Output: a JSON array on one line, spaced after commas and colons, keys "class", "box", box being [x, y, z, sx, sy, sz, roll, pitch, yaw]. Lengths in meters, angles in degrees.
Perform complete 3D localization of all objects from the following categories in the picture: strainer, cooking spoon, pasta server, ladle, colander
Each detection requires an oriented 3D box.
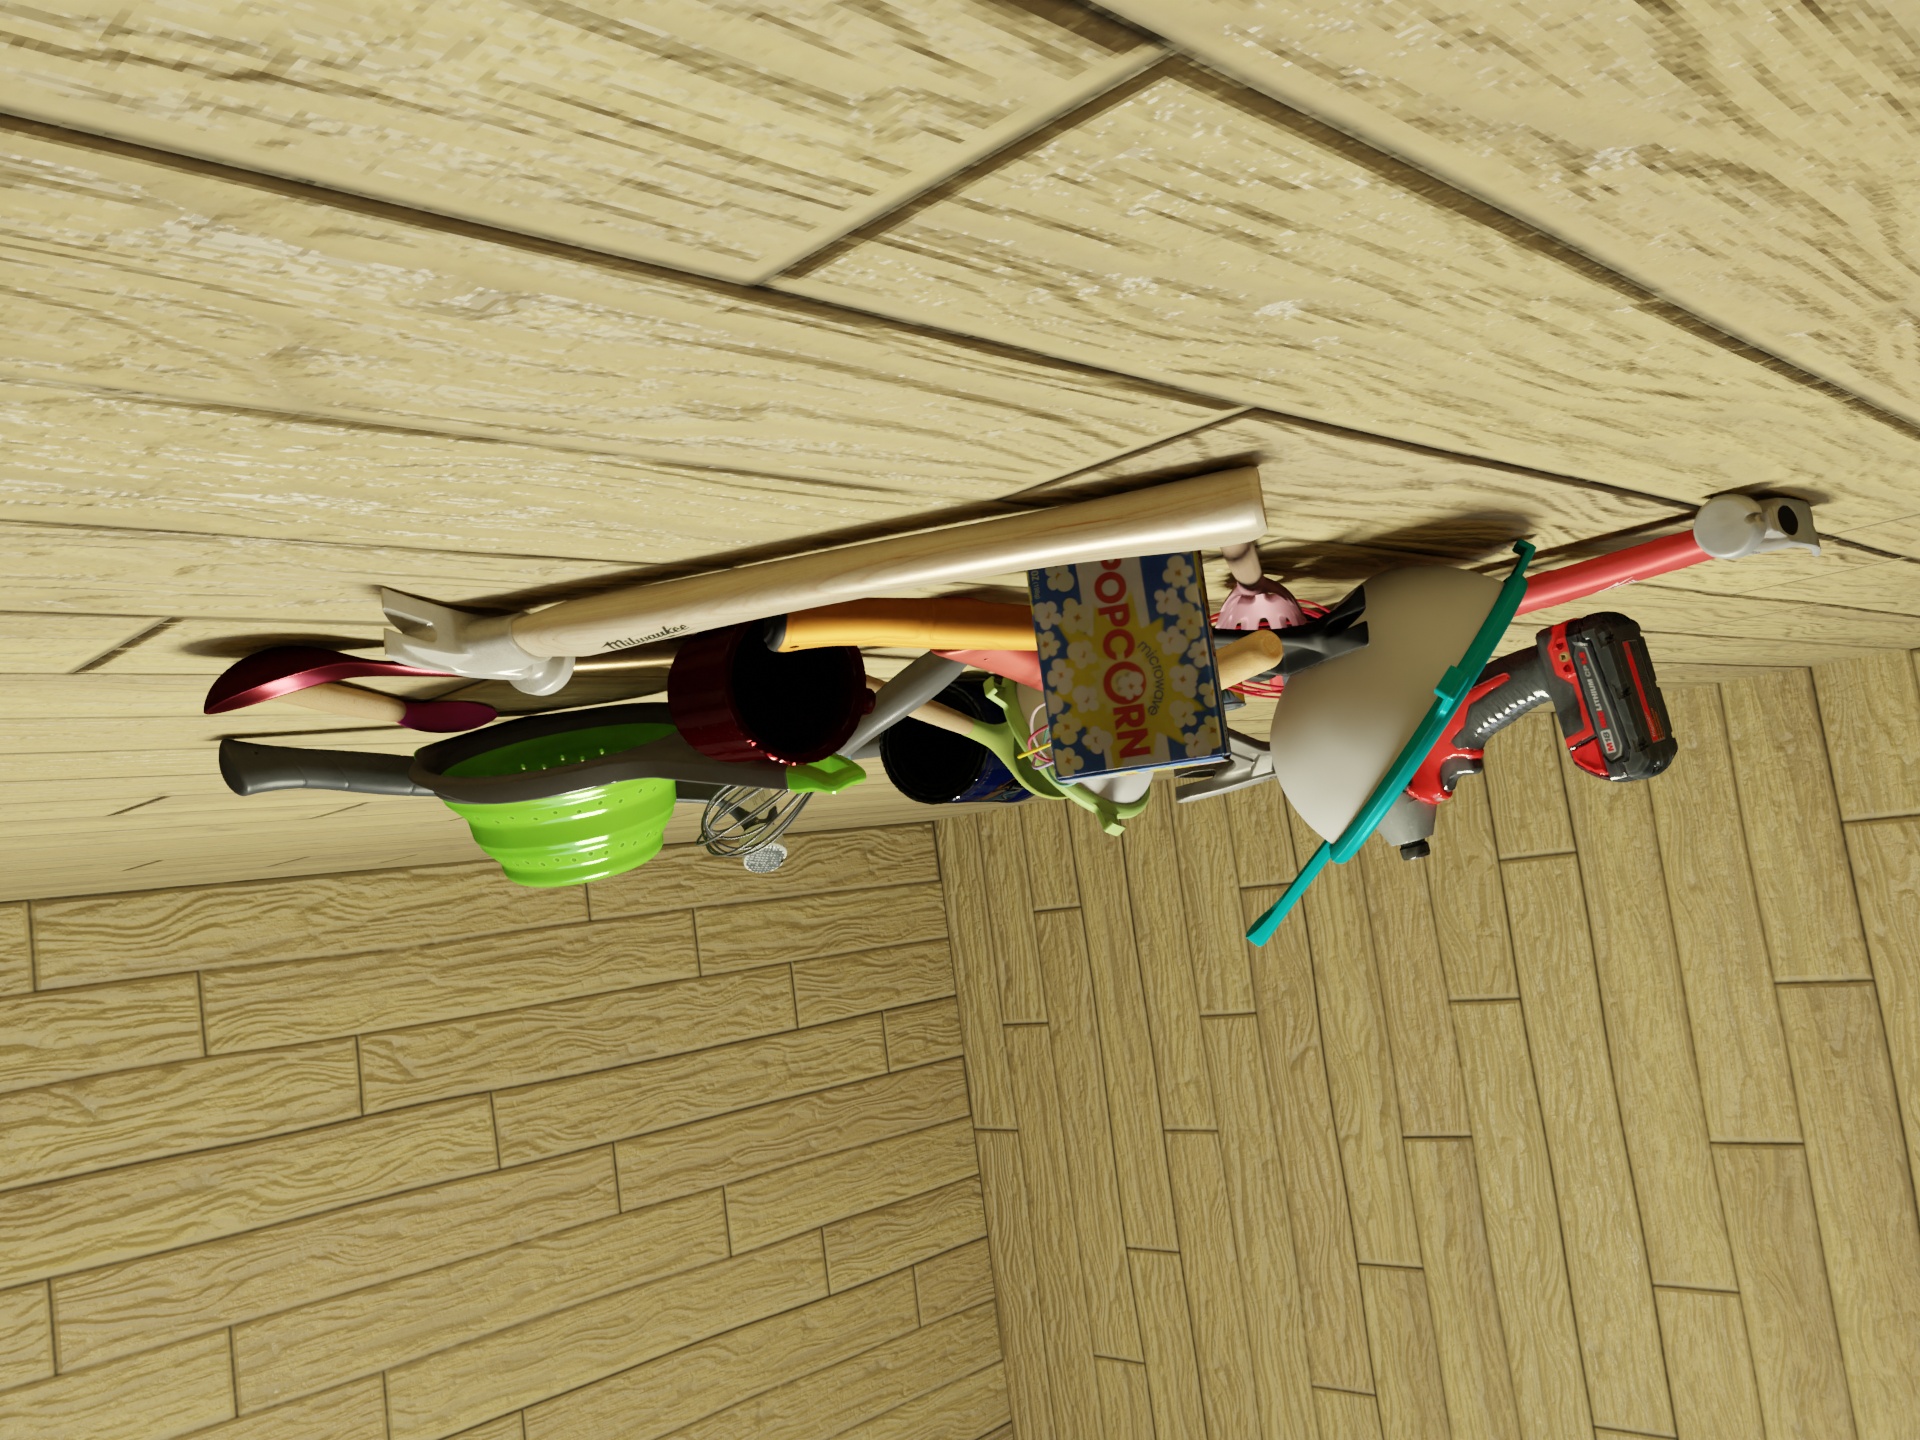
[{"class": "strainer", "box": [0.130, -0.017, 1.264, 0.069, 0.151, 0.256, -44, 174, 30]}, {"class": "cooking spoon", "box": [-0.371, -0.008, 1.013, 0.069, 0.017, 0.319, -8, 175, 3]}, {"class": "pasta server", "box": [0.164, -0.080, 0.910, 0.060, 0.040, 0.316, -5, 174, 14]}, {"class": "strainer", "box": [0.238, 0.022, 1.043, 0.211, 0.095, 0.340, -46, 166, -47]}, {"class": "ladle", "box": [-0.002, -0.004, 1.182, 0.062, 0.078, 0.320, -8, 162, 37]}, {"class": "colander", "box": [-0.207, 0.059, 1.047, 0.397, 0.094, 0.204, 3, -163, 41]}, {"class": "ladle", "box": [-0.256, -0.032, 0.895, 0.315, 0.031, 0.069, -6, 174, -34]}]

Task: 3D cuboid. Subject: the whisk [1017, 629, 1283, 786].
[{"class": "whisk", "box": [0.102, -0.007, 0.921, 0.047, 0.051, 0.245, 10, 162, -25]}]

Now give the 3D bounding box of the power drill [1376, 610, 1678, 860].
[{"class": "power drill", "box": [0.378, 0.013, 1.130, 0.219, 0.143, 0.078, -19, 173, 38]}]

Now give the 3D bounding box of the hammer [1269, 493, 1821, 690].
[{"class": "hammer", "box": [0.380, -0.081, 1.104, 0.143, 0.038, 0.386, -4, 171, -44]}]

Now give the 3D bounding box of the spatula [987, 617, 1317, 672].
[{"class": "spatula", "box": [0.171, -0.060, 1.204, 0.316, 0.018, 0.060, -7, 173, -15]}]

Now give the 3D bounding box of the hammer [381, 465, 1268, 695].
[{"class": "hammer", "box": [-0.064, -0.068, 0.749, 0.410, 0.038, 0.146, -9, 172, 14]}]

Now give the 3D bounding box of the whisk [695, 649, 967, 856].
[{"class": "whisk", "box": [-0.085, 0.017, 1.092, 0.239, 0.055, 0.055, -37, 170, 5]}]

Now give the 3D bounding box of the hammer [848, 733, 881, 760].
[{"class": "hammer", "box": [-0.092, 0.024, 1.482, 0.331, 0.033, 0.128, -11, -160, -11]}]

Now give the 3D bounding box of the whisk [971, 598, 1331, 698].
[{"class": "whisk", "box": [0.137, -0.050, 1.090, 0.295, 0.073, 0.073, 0, 172, -18]}]

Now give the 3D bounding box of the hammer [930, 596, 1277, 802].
[{"class": "hammer", "box": [0.105, -0.010, 1.062, 0.149, 0.037, 0.358, -19, 153, 40]}]

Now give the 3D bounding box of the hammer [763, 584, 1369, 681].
[{"class": "hammer", "box": [0.058, -0.051, 0.885, 0.336, 0.034, 0.127, 1, 170, -20]}]

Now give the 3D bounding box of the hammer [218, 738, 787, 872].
[{"class": "hammer", "box": [-0.336, 0.042, 1.202, 0.408, 0.149, 0.036, 5, 133, -28]}]
